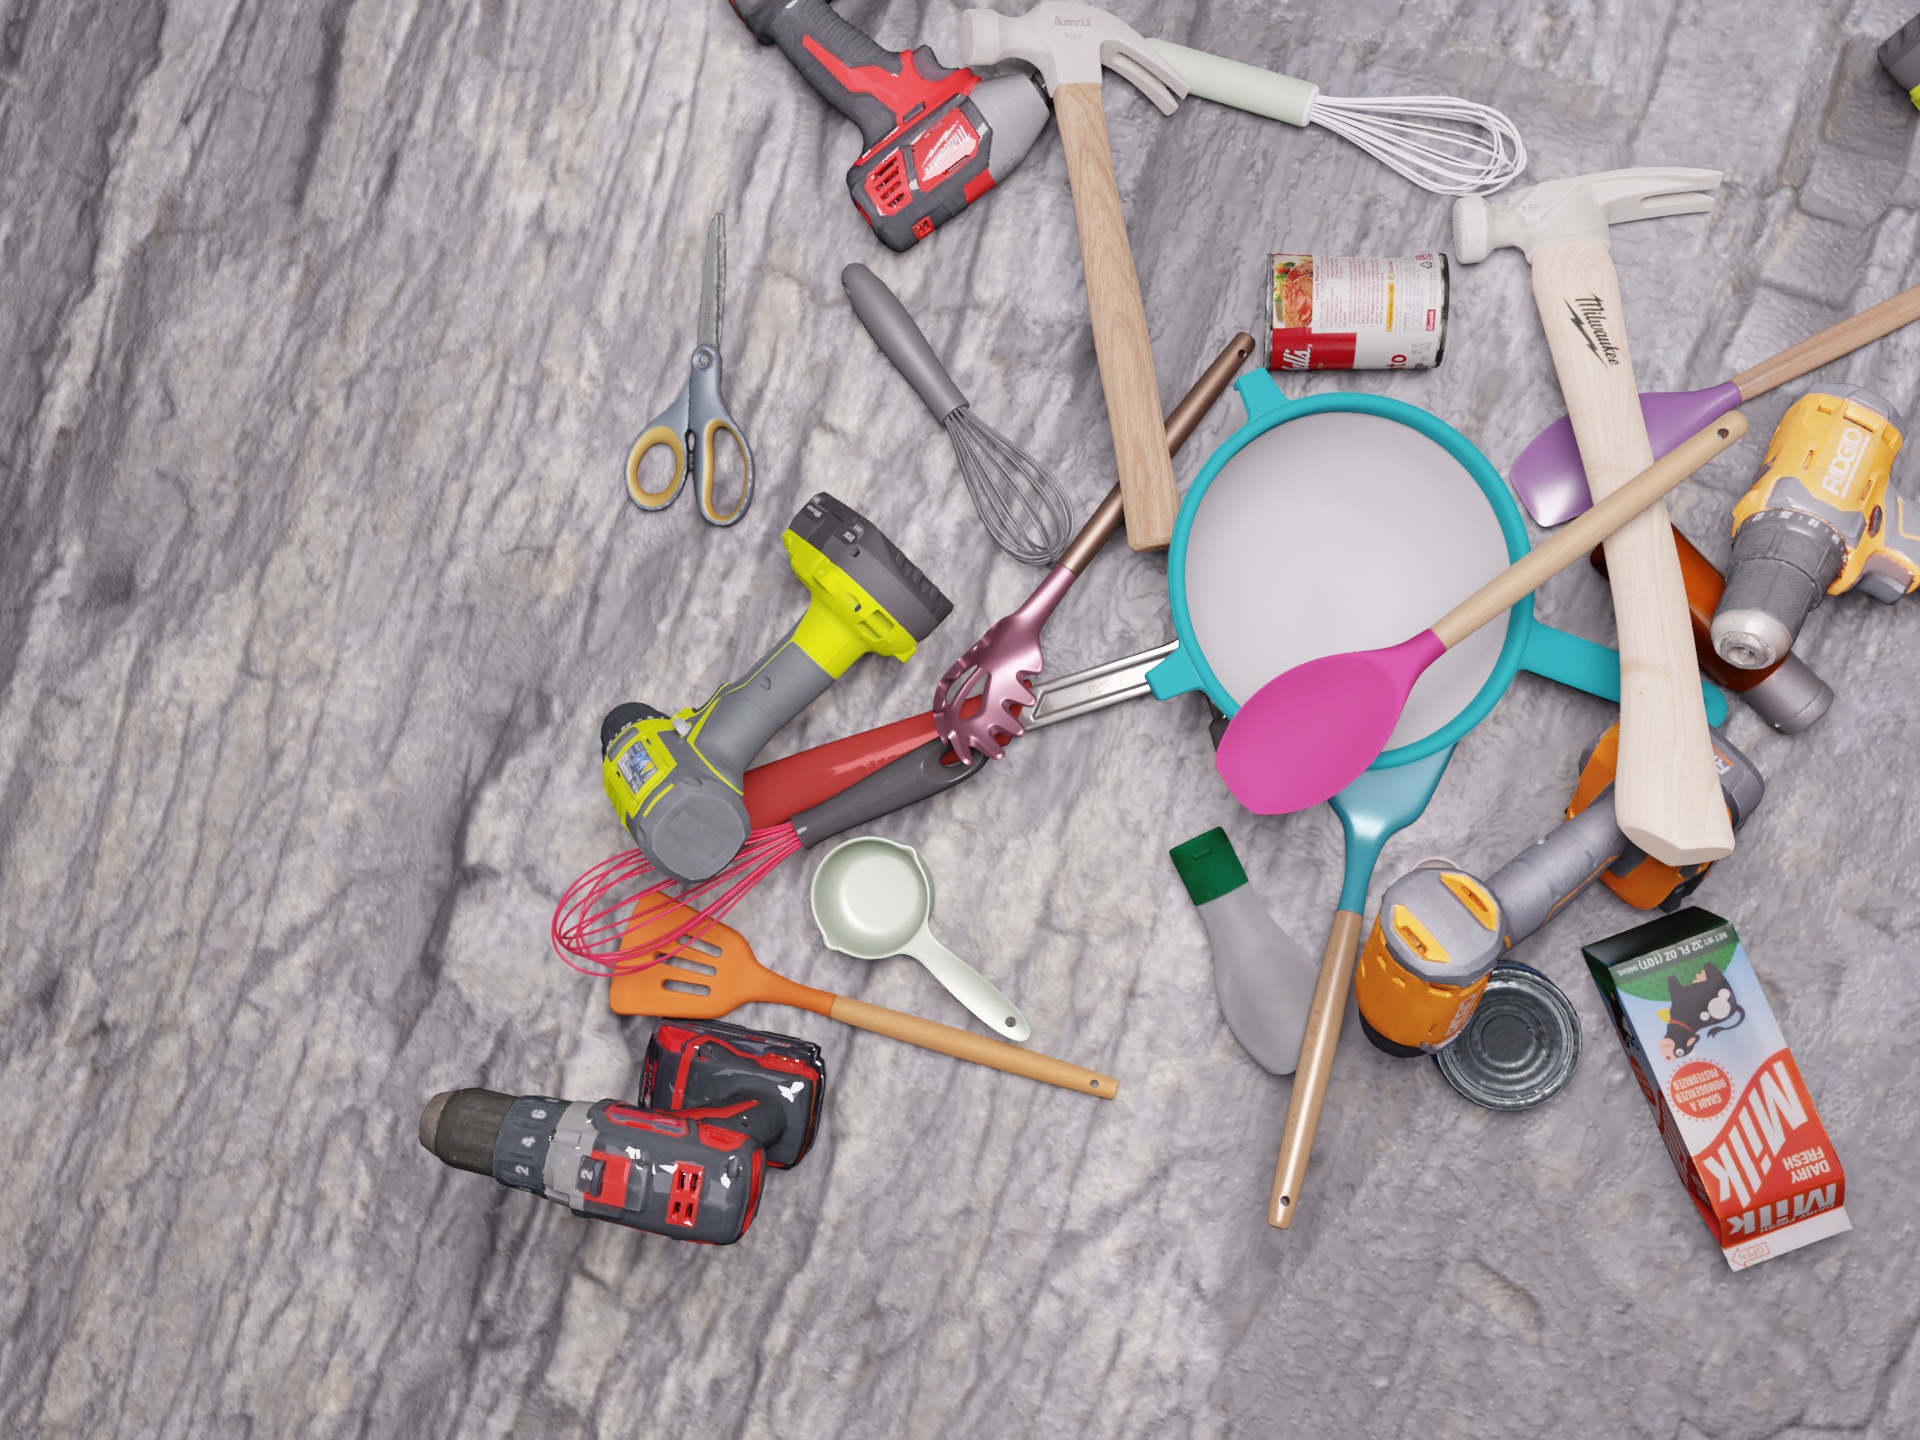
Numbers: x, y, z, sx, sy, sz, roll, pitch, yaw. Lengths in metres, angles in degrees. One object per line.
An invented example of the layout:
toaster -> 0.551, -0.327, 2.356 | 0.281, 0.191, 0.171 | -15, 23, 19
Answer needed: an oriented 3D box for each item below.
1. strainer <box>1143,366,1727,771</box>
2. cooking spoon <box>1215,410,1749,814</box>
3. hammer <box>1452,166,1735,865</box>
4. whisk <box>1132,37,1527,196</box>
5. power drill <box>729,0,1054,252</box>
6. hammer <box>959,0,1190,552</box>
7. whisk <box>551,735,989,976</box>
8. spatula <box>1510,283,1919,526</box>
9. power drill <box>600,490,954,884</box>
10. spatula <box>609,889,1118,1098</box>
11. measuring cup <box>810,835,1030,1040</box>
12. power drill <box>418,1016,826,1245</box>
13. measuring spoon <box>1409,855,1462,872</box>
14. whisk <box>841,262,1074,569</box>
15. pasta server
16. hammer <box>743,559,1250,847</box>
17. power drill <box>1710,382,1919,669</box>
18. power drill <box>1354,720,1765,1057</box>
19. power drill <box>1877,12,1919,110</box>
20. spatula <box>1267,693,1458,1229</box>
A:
strainer -> 0.271, -0.055, 0.925 | 0.340, 0.095, 0.211 | 18, 84, -8
cooking spoon -> 0.271, -0.058, 0.829 | 0.319, 0.017, 0.069 | -37, 80, 9
hammer -> 0.366, -0.124, 0.853 | 0.146, 0.038, 0.411 | -6, 66, 11
whisk -> 0.218, -0.367, 0.955 | 0.246, 0.057, 0.059 | 22, 59, 12
power drill -> -0.045, -0.417, 0.984 | 0.143, 0.078, 0.220 | -34, 87, 8
hammer -> 0.090, -0.262, 0.935 | 0.130, 0.031, 0.331 | -8, 84, -16
whisk -> -0.115, 0.076, 0.966 | 0.296, 0.073, 0.073 | -26, 85, 2
spatula -> 0.471, -0.204, 0.919 | 0.316, 0.018, 0.060 | -26, 74, 9
power drill -> -0.127, -0.025, 0.961 | 0.228, 0.191, 0.080 | -47, 120, -1
spatula -> -0.058, 0.187, 0.999 | 0.322, 0.041, 0.081 | 15, 81, 8
measuring cup -> -0.019, 0.139, 0.995 | 0.167, 0.038, 0.083 | 41, 96, 6
power drill -> -0.185, 0.233, 0.926 | 0.188, 0.226, 0.080 | 10, 91, 10
measuring spoon -> 0.273, 0.140, 0.957 | 0.034, 0.018, 0.124 | 15, 99, 10
whisk -> -0.005, -0.192, 0.989 | 0.055, 0.055, 0.239 | -36, 80, 8
pasta server -> 0.084, -0.109, 0.947 | 0.060, 0.040, 0.316 | 42, 81, -30
hammer -> -0.002, -0.003, 0.992 | 0.359, 0.036, 0.149 | -17, 87, 9
power drill -> 0.521, -0.063, 0.849 | 0.226, 0.084, 0.185 | 31, 66, 9
power drill -> 0.311, 0.100, 0.867 | 0.226, 0.164, 0.084 | -30, 60, -15
power drill -> 0.628, -0.324, 0.859 | 0.171, 0.080, 0.223 | -36, 87, -6
spatula -> 0.220, 0.134, 0.921 | 0.082, 0.044, 0.318 | 14, 71, 10
